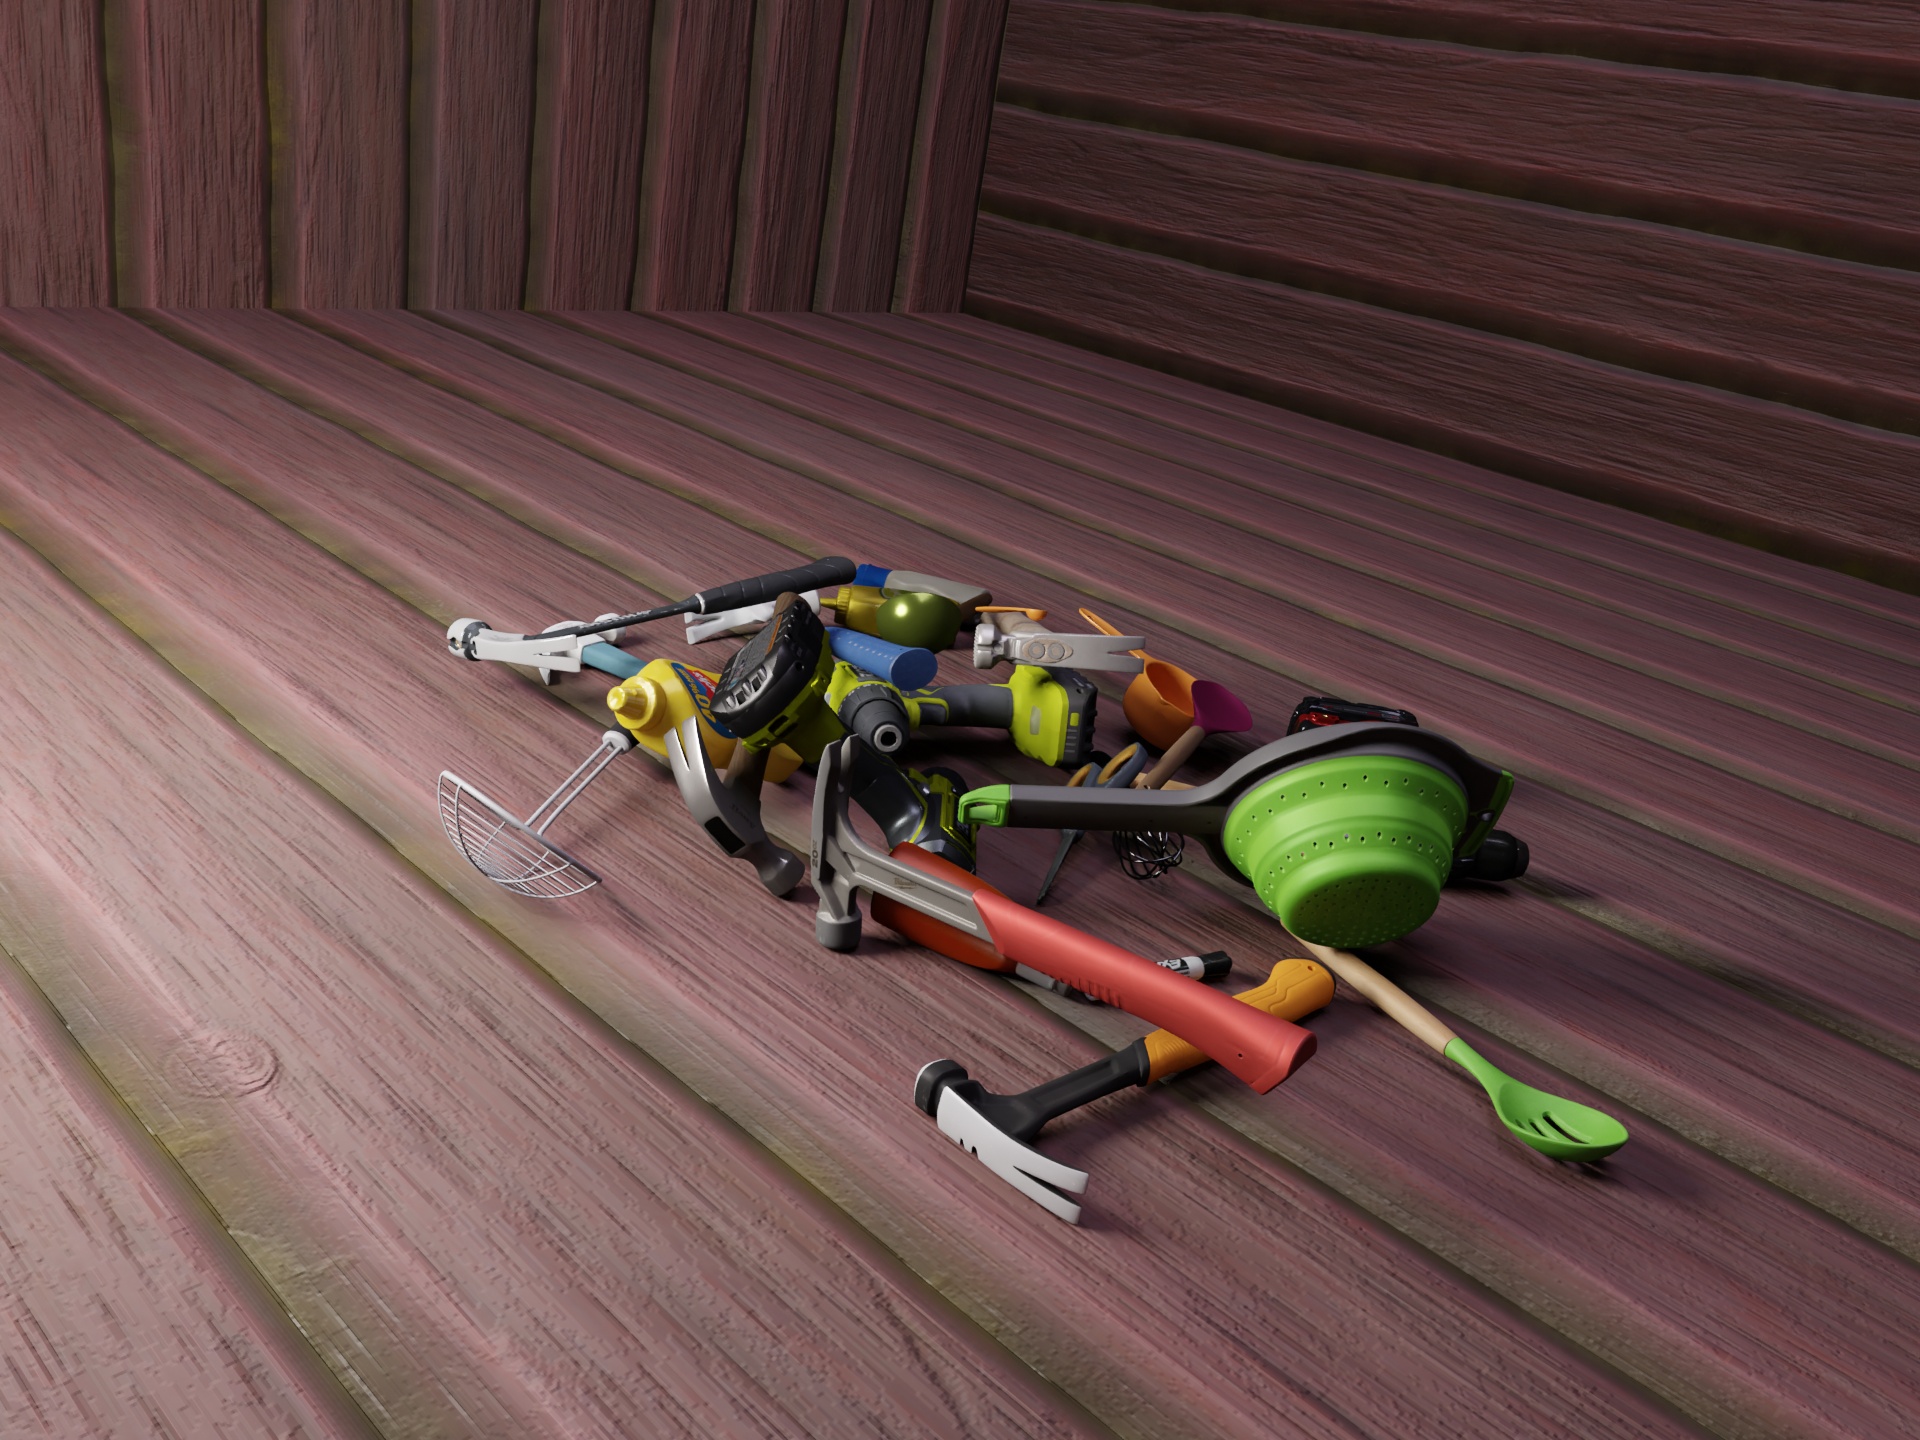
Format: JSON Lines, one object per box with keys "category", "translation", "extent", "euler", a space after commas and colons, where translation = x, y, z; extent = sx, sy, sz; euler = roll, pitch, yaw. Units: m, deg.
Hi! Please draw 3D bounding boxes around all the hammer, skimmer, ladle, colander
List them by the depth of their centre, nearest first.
{"category": "hammer", "translation": [0.050, 0.128, 0.975], "extent": [0.359, 0.149, 0.036], "euler": [20, 26, 33]}
{"category": "hammer", "translation": [0.135, 0.210, 0.994], "extent": [0.336, 0.034, 0.127], "euler": [-12, 30, -42]}
{"category": "colander", "translation": [0.197, 0.096, 1.133], "extent": [0.397, 0.204, 0.095], "euler": [2, 51, -3]}
{"category": "skimmer", "translation": [-0.268, 0.022, 1.185], "extent": [0.127, 0.090, 0.363], "euler": [35, 27, -4]}
{"category": "hammer", "translation": [-0.154, -0.010, 1.237], "extent": [0.130, 0.031, 0.332], "euler": [48, 24, -24]}
{"category": "hammer", "translation": [-0.244, -0.025, 1.415], "extent": [0.331, 0.033, 0.128], "euler": [22, 24, 28]}
{"category": "hammer", "translation": [-0.131, -0.075, 1.441], "extent": [0.144, 0.035, 0.406], "euler": [-12, 16, -24]}
{"category": "hammer", "translation": [-0.250, -0.104, 1.457], "extent": [0.149, 0.036, 0.409], "euler": [11, 21, 41]}
{"category": "hammer", "translation": [0.075, -0.083, 1.538], "extent": [0.146, 0.038, 0.411], "euler": [3, 7, -3]}
{"category": "ladle", "translation": [-0.009, -0.112, 1.560], "extent": [0.078, 0.062, 0.320], "euler": [-11, 9, 15]}

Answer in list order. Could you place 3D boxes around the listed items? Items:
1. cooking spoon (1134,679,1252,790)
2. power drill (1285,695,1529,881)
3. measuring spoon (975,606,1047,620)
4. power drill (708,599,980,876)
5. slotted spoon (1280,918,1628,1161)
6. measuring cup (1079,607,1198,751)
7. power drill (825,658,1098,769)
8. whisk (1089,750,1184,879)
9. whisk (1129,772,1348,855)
{"category": "cooking spoon", "translation": [0.199, 0.019, 1.384], "extent": [0.069, 0.017, 0.319], "euler": [39, 27, 8]}
{"category": "power drill", "translation": [0.380, 0.068, 1.392], "extent": [0.188, 0.080, 0.227], "euler": [9, 25, -1]}
{"category": "measuring spoon", "translation": [0.045, -0.099, 1.477], "extent": [0.021, 0.011, 0.117], "euler": [4, 2, -29]}
{"category": "power drill", "translation": [-0.074, 0.024, 1.181], "extent": [0.223, 0.080, 0.171], "euler": [46, 17, -17]}
{"category": "slotted spoon", "translation": [0.319, 0.209, 1.085], "extent": [0.070, 0.031, 0.314], "euler": [-3, 23, -28]}
{"category": "measuring cup", "translation": [0.167, -0.036, 1.518], "extent": [0.174, 0.052, 0.095], "euler": [42, 28, 17]}
{"category": "power drill", "translation": [-0.002, -0.004, 1.381], "extent": [0.228, 0.080, 0.191], "euler": [2, 13, -15]}
{"category": "whisk", "translation": [0.136, 0.073, 1.322], "extent": [0.055, 0.055, 0.239], "euler": [5, 18, -10]}
{"category": "whisk", "translation": [0.234, 0.076, 1.310], "extent": [0.047, 0.051, 0.245], "euler": [-37, 31, -29]}
